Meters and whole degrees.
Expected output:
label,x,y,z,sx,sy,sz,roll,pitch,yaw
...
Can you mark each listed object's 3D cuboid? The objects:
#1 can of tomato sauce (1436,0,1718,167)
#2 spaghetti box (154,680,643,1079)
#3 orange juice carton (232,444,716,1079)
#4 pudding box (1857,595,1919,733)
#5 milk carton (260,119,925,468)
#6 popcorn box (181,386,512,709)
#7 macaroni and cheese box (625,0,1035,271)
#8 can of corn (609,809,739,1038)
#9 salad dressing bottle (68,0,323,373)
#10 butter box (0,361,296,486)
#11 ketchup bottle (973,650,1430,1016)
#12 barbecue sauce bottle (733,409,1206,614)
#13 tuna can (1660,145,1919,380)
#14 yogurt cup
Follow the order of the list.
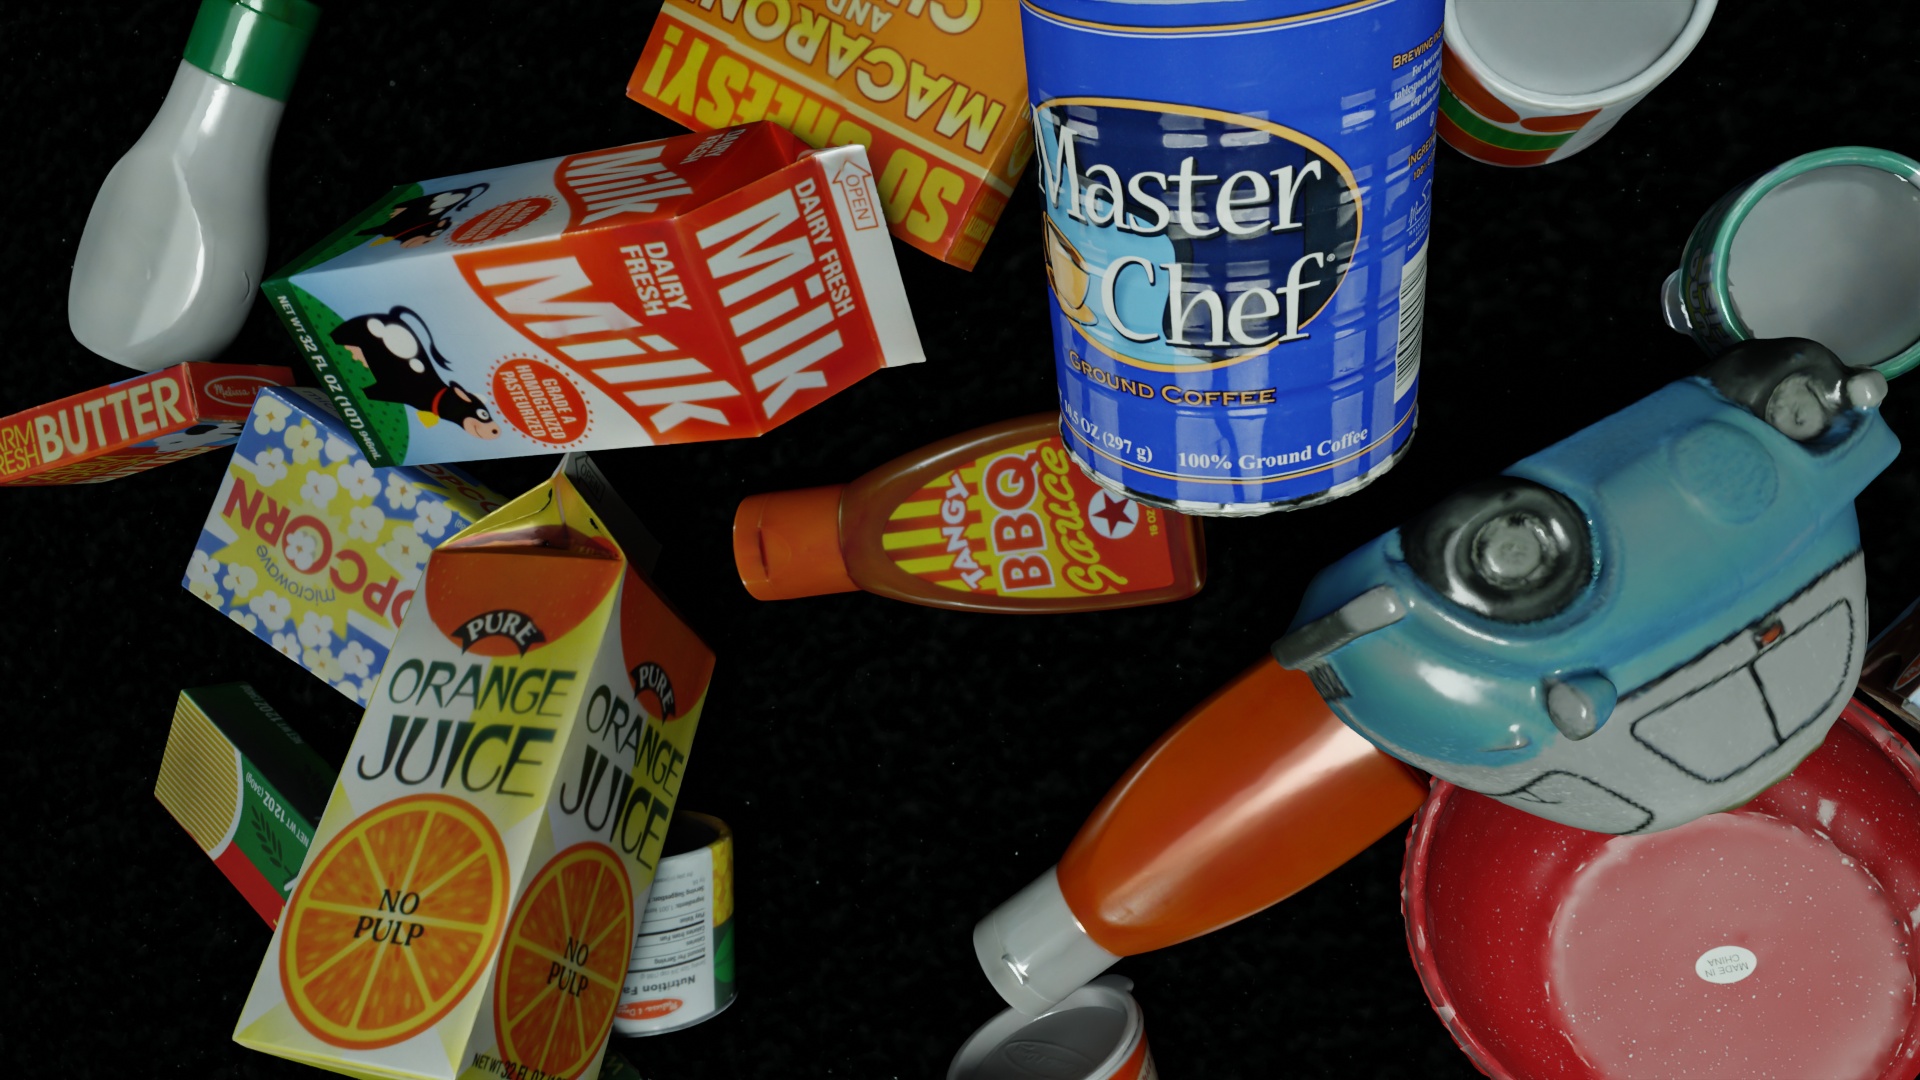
label,x,y,z,sx,sy,sz,roll,pitch,yaw
can of tomato sauce,0.157,-0.141,0.374,0.071,0.083,0.071,1,96,14
spaghetti box,-0.203,0.133,0.483,0.250,0.029,0.050,31,108,28
orange juice carton,-0.133,0.068,0.427,0.073,0.071,0.193,2,61,18
pudding box,0.287,0.019,0.374,0.030,0.050,0.083,42,103,9
milk carton,-0.107,-0.077,0.432,0.190,0.074,0.072,-2,126,21
popcorn box,-0.212,0.009,0.508,0.127,0.038,0.085,30,101,10
macaroni and cheese box,-0.014,-0.187,0.437,0.124,0.040,0.166,30,101,10
can of corn,-0.112,0.129,0.481,0.071,0.071,0.058,1,95,15
salad dressing bottle,-0.277,-0.135,0.509,0.064,0.044,0.147,29,101,12
butter box,-0.307,-0.043,0.520,0.103,0.053,0.024,-13,91,15
ketchup bottle,0.070,0.096,0.440,0.148,0.043,0.065,-40,79,15
barbecue sauce bottle,0.002,-0.006,0.449,0.148,0.044,0.064,-7,98,15
tuna can,0.237,-0.074,0.386,0.071,0.033,0.071,1,96,14
yogurt cup,0.036,0.185,0.449,0.072,0.072,0.054,-21,98,16
